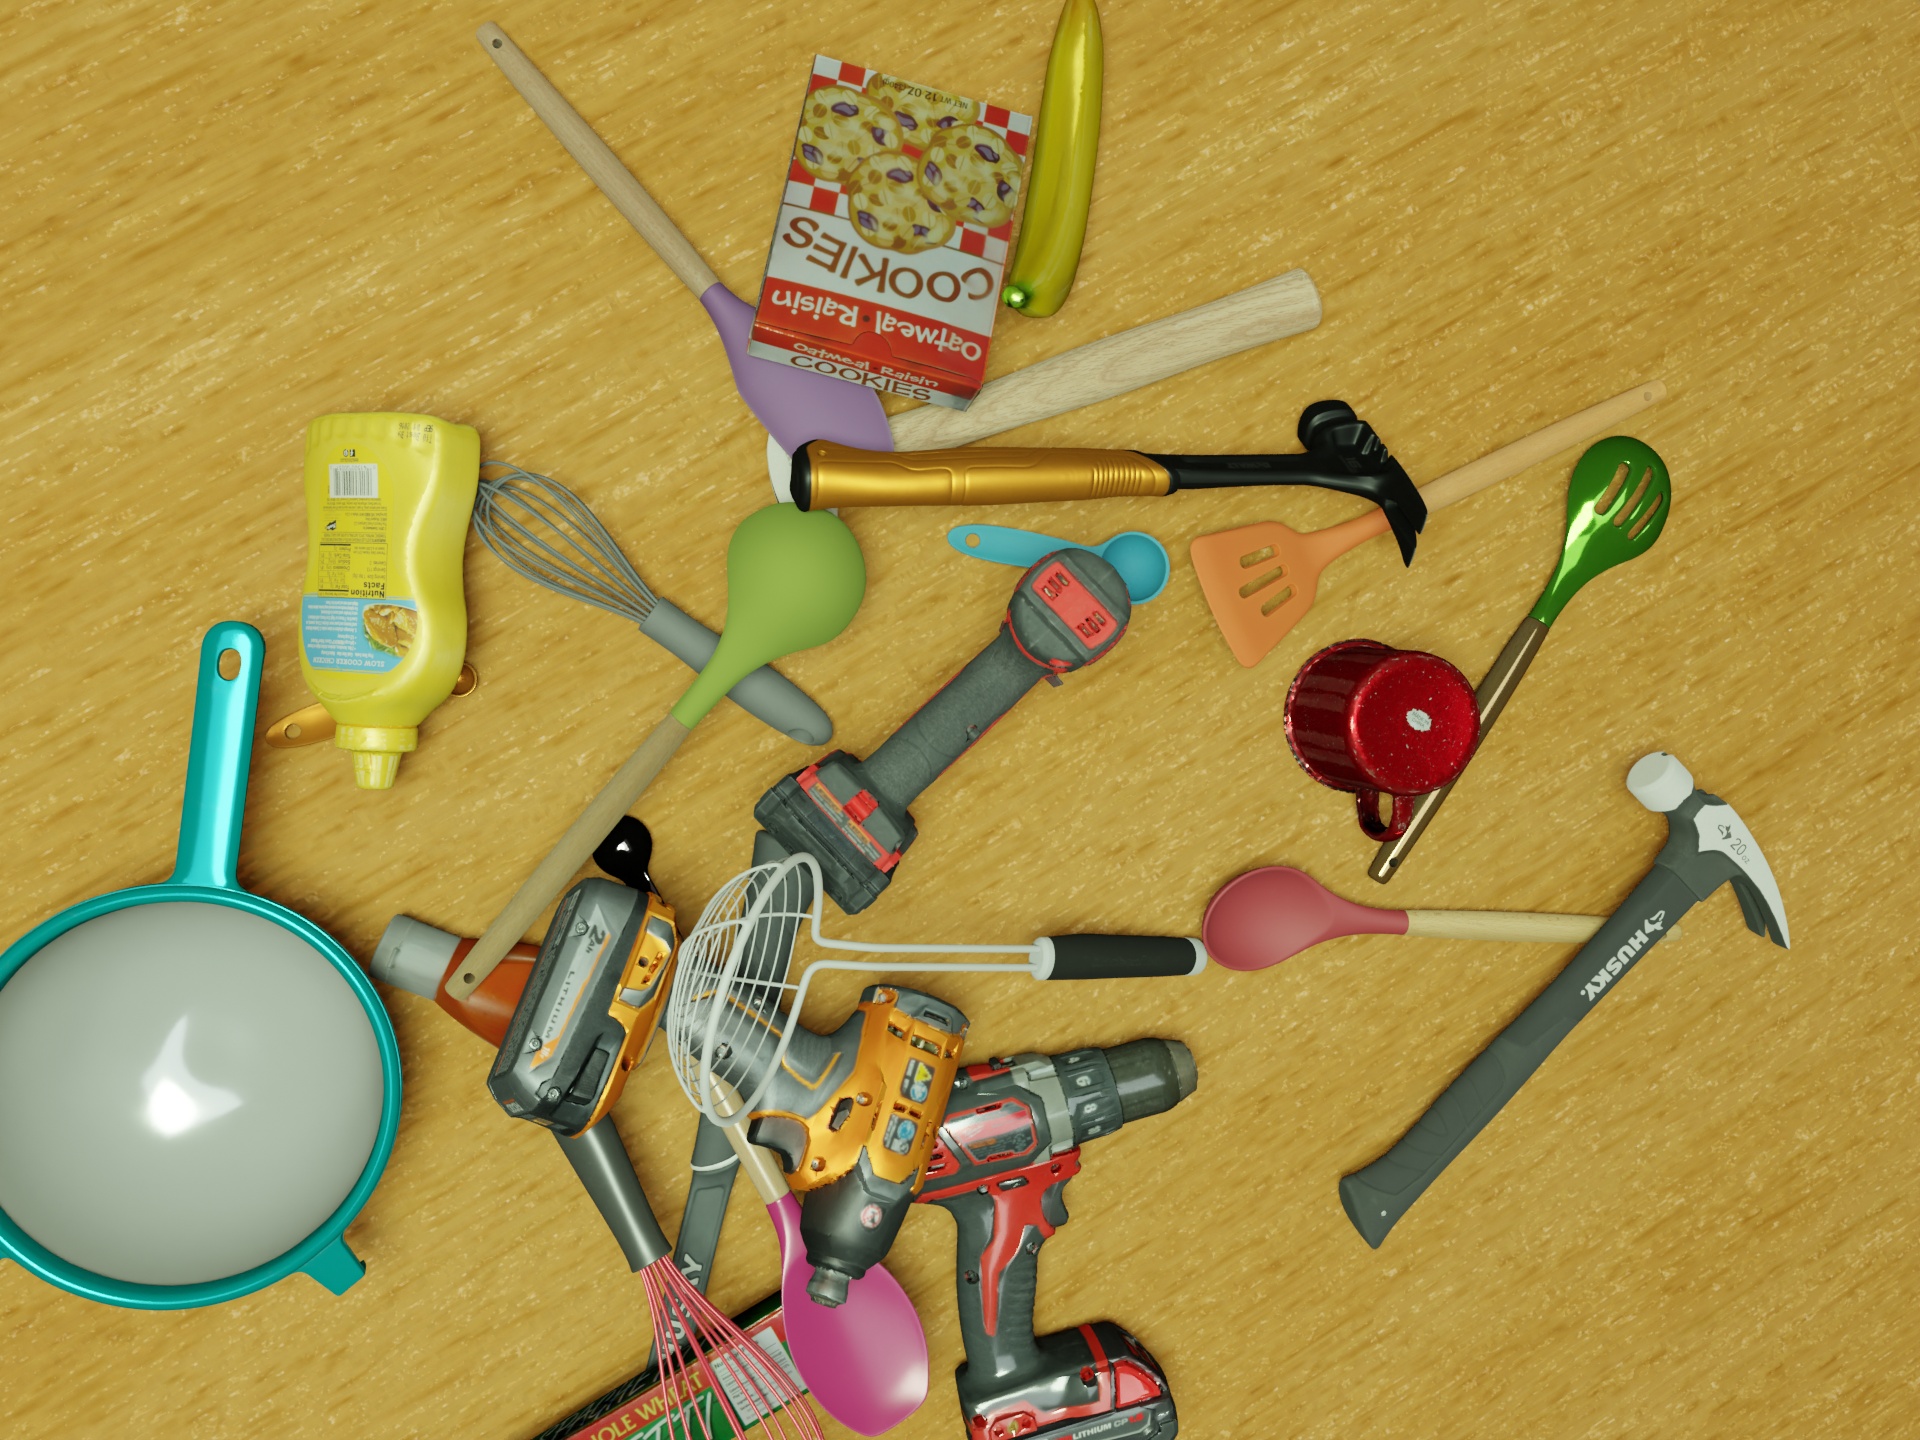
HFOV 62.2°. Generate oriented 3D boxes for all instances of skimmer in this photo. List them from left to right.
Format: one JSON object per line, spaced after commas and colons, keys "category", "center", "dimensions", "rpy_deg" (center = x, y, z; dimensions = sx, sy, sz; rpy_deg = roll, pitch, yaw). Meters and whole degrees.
{"category": "skimmer", "center": [0.012, 0.132, 0.802], "dimensions": [0.363, 0.090, 0.127], "rpy_deg": [6, 101, -38]}

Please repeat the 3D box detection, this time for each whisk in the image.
{"category": "whisk", "center": [-0.165, -0.060, 0.864], "dimensions": [0.239, 0.055, 0.055], "rpy_deg": [36, 87, -13]}
{"category": "whisk", "center": [-0.150, 0.297, 0.823], "dimensions": [0.073, 0.073, 0.296], "rpy_deg": [-29, 84, -6]}

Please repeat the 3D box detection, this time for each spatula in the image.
{"category": "spatula", "center": [-0.149, -0.251, 0.852], "dimensions": [0.060, 0.018, 0.316], "rpy_deg": [-42, 91, -2]}
{"category": "spatula", "center": [0.281, -0.132, 0.933], "dimensions": [0.322, 0.041, 0.081], "rpy_deg": [-26, 96, -8]}

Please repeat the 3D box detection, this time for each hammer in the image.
{"category": "hammer", "center": [-0.146, 0.263, 0.891], "dimensions": [0.149, 0.036, 0.409], "rpy_deg": [13, 91, -8]}
{"category": "hammer", "center": [0.049, -0.190, 0.897], "dimensions": [0.331, 0.031, 0.130], "rpy_deg": [-21, 97, -8]}
{"category": "hammer", "center": [0.078, -0.127, 0.847], "dimensions": [0.336, 0.127, 0.034], "rpy_deg": [-3, 131, -14]}
{"category": "hammer", "center": [0.352, 0.186, 0.952], "dimensions": [0.146, 0.035, 0.335], "rpy_deg": [42, 91, -17]}

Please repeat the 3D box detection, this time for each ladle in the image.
{"category": "ladle", "center": [-0.165, 0.018, 0.838], "dimensions": [0.078, 0.062, 0.320], "rpy_deg": [39, 91, -18]}
{"category": "ladle", "center": [0.291, 0.122, 0.955], "dimensions": [0.315, 0.031, 0.069], "rpy_deg": [4, 112, -11]}

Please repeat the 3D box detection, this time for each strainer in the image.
{"category": "strainer", "center": [-0.384, 0.119, 0.816], "dimensions": [0.211, 0.095, 0.340], "rpy_deg": [7, 90, -12]}

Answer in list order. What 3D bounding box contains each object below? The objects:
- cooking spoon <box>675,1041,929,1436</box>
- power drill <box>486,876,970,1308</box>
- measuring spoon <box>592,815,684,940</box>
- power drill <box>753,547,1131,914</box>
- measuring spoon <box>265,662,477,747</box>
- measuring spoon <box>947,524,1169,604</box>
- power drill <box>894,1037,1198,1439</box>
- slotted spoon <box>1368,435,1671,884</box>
{"category": "cooking spoon", "center": [-0.110, 0.232, 0.851], "dimensions": [0.069, 0.017, 0.319], "rpy_deg": [-28, 86, -19]}
{"category": "power drill", "center": [-0.115, 0.189, 0.807], "dimensions": [0.226, 0.084, 0.164], "rpy_deg": [26, 65, -18]}
{"category": "measuring spoon", "center": [-0.169, 0.109, 0.871], "dimensions": [0.034, 0.018, 0.124], "rpy_deg": [-26, 82, 4]}
{"category": "power drill", "center": [-0.001, -0.003, 0.851], "dimensions": [0.219, 0.143, 0.078], "rpy_deg": [-43, 90, 2]}
{"category": "measuring spoon", "center": [-0.318, -0.007, 0.862], "dimensions": [0.117, 0.011, 0.021], "rpy_deg": [-18, 82, -4]}
{"category": "measuring spoon", "center": [0.056, -0.094, 0.915], "dimensions": [0.128, 0.021, 0.042], "rpy_deg": [10, 87, 0]}
{"category": "power drill", "center": [0.062, 0.298, 0.907], "dimensions": [0.188, 0.080, 0.226], "rpy_deg": [-14, 92, -8]}
{"category": "slotted spoon", "center": [0.334, -0.035, 0.954], "dimensions": [0.070, 0.031, 0.314], "rpy_deg": [33, 89, -12]}
